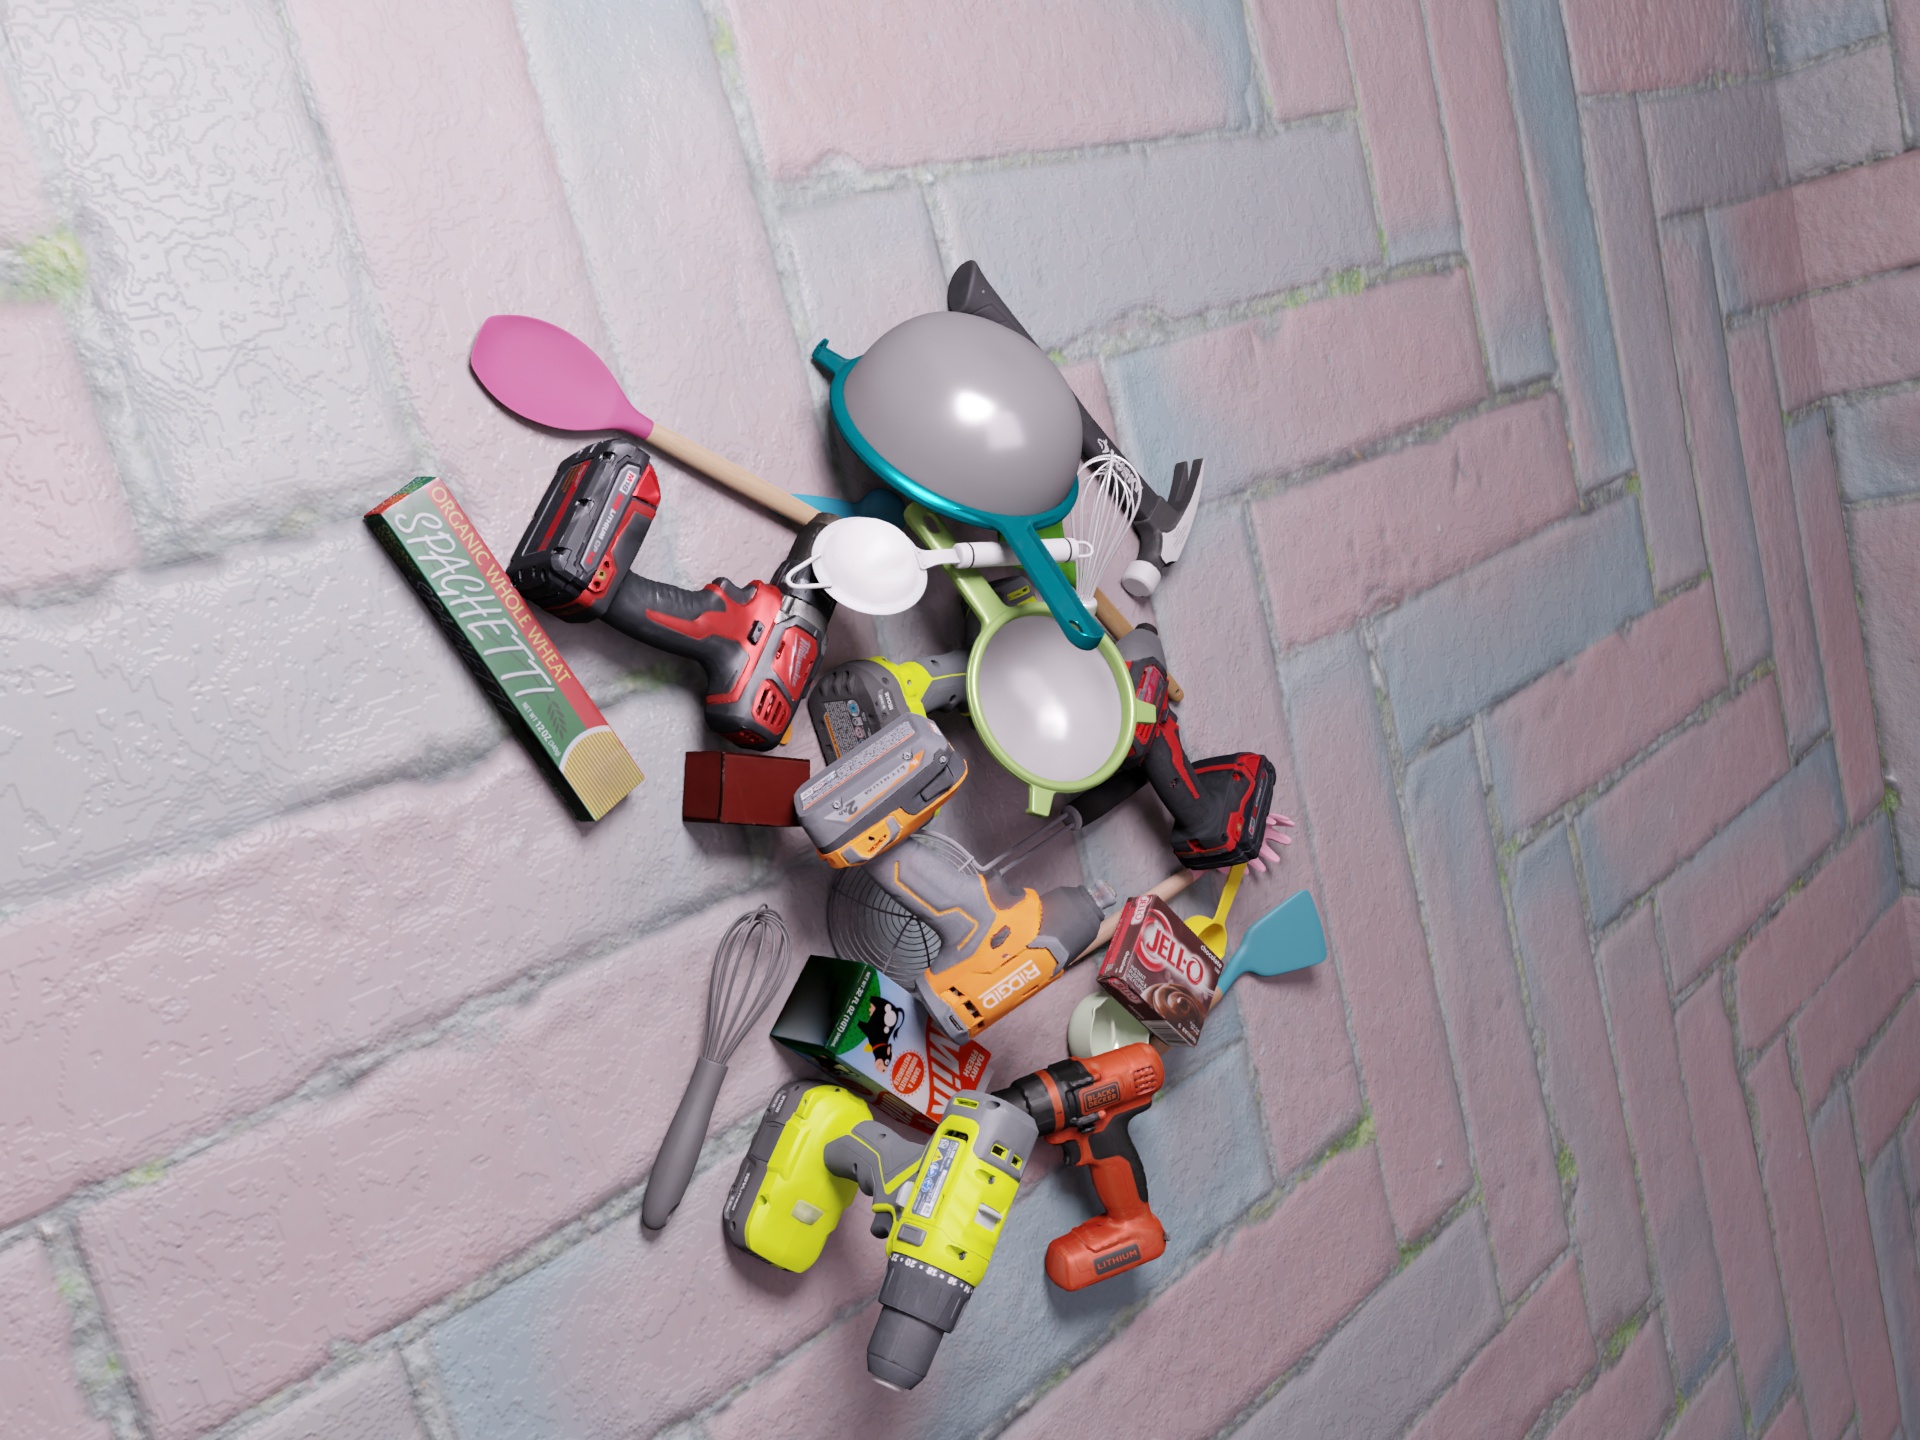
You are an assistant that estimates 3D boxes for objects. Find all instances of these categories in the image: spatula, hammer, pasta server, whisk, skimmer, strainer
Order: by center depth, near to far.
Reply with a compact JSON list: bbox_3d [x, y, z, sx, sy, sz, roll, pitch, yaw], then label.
[{"bbox_3d":[-0.177,0.245,1.135,0.055,0.055,0.239,29,74,-36],"label":"whisk"},{"bbox_3d":[-0.005,-0.123,1.171,0.258,0.050,0.087,-7,62,-32],"label":"strainer"},{"bbox_3d":[0.038,-0.200,1.176,0.211,0.095,0.341,-1,47,-34],"label":"strainer"},{"bbox_3d":[0.027,-0.054,1.227,0.151,0.069,0.256,-38,94,-32],"label":"strainer"},{"bbox_3d":[0.104,-0.108,1.331,0.059,0.058,0.246,-80,180,-61],"label":"whisk"},{"bbox_3d":[0.039,0.109,1.335,0.363,0.090,0.127,-27,94,-49],"label":"skimmer"},{"bbox_3d":[0.102,-0.271,1.404,0.334,0.035,0.146,46,61,-30],"label":"hammer"},{"bbox_3d":[0.198,0.158,1.466,0.316,0.040,0.060,-27,135,-37],"label":"pasta server"},{"bbox_3d":[0.232,0.267,1.486,0.317,0.044,0.082,-33,113,-36],"label":"spatula"}]

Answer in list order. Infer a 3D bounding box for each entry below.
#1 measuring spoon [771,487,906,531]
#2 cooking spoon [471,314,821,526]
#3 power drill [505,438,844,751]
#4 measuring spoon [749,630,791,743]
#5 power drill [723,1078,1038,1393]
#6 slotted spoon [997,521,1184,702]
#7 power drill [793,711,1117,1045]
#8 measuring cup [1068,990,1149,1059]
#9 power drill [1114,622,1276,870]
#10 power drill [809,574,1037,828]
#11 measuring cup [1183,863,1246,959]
[{"bbox_3d":[-0.090,-0.164,1.239,0.128,0.021,0.042,-2,89,-41],"label":"measuring spoon"},{"bbox_3d":[-0.203,-0.196,1.141,0.318,0.017,0.069,25,74,-35],"label":"cooking spoon"},{"bbox_3d":[-0.180,-0.106,1.116,0.226,0.080,0.188,35,66,-33],"label":"power drill"},{"bbox_3d":[-0.149,-0.037,1.193,0.021,0.011,0.117,-25,108,-30],"label":"measuring spoon"},{"bbox_3d":[-0.063,0.344,1.103,0.080,0.228,0.191,39,64,-33],"label":"power drill"},{"bbox_3d":[0.119,-0.101,1.392,0.070,0.031,0.313,-54,132,-7],"label":"slotted spoon"},{"bbox_3d":[0.002,0.108,1.153,0.164,0.084,0.226,-35,109,0],"label":"power drill"},{"bbox_3d":[0.147,0.242,1.420,0.083,0.038,0.168,48,55,-28],"label":"measuring cup"},{"bbox_3d":[0.191,0.022,1.413,0.219,0.078,0.143,47,47,-32],"label":"power drill"},{"bbox_3d":[-0.002,-0.004,1.275,0.223,0.080,0.171,-27,105,-42],"label":"power drill"},{"bbox_3d":[0.237,0.163,1.479,0.062,0.029,0.156,20,91,-47],"label":"measuring cup"}]
